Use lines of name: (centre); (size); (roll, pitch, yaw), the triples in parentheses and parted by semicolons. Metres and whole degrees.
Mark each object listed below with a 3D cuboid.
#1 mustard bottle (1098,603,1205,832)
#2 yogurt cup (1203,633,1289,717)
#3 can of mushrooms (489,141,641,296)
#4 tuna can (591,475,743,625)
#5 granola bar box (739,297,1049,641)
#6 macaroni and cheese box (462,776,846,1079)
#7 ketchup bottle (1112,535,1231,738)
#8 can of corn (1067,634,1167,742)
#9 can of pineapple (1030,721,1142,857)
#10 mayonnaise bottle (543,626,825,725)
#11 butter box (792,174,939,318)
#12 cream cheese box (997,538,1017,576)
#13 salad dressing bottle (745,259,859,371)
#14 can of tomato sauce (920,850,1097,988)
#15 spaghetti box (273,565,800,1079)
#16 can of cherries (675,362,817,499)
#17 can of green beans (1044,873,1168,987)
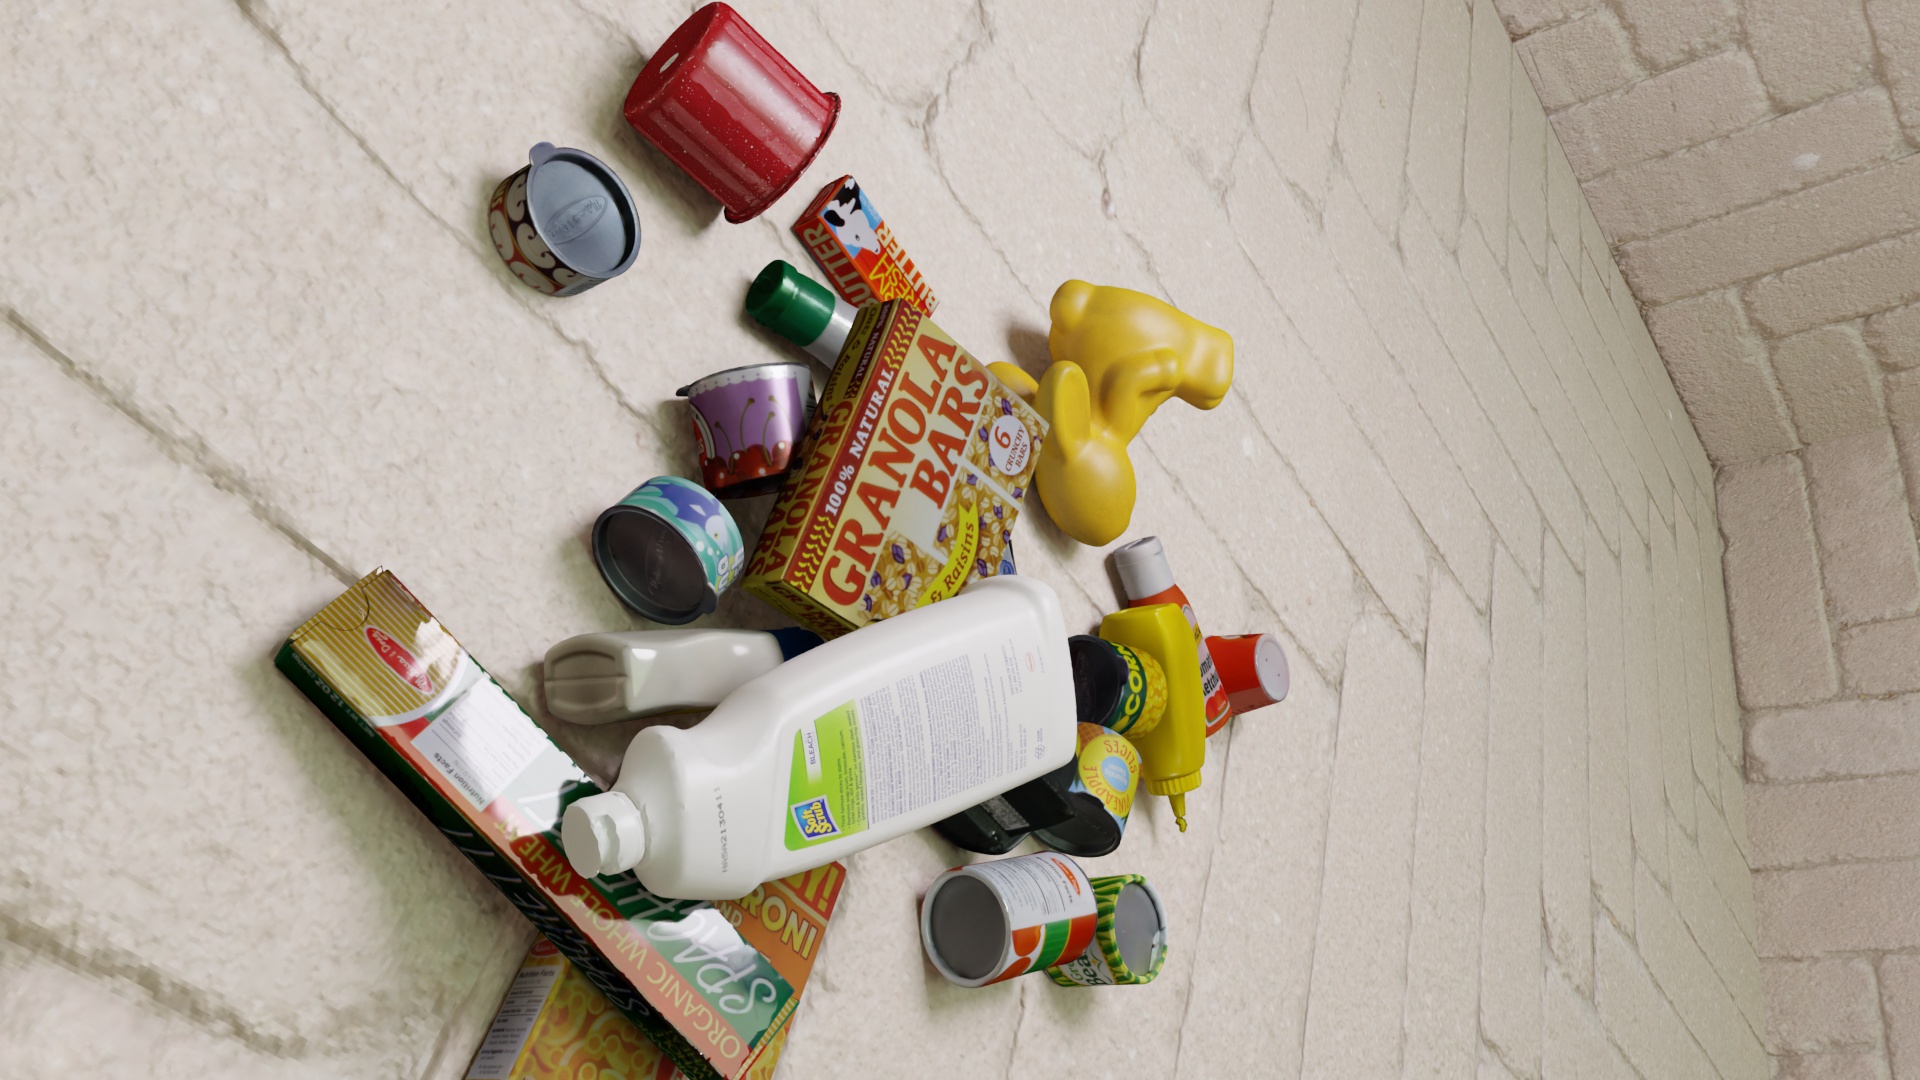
mustard bottle: (0.141, 0.126, 0.976); (0.049, 0.065, 0.160); (-13, 93, -52)
yogurt cup: (0.222, 0.104, 1.092); (0.072, 0.054, 0.072); (21, 61, -46)
can of mushrooms: (-0.193, -0.156, 0.676); (0.071, 0.033, 0.071); (21, 62, -46)
tuna can: (-0.136, 0.006, 0.658); (0.071, 0.071, 0.033); (61, 38, -17)
granola bar box: (-0.028, -0.022, 0.717); (0.124, 0.039, 0.166); (37, 63, -36)
macaroni and cheese box: (-0.129, 0.192, 0.622); (0.123, 0.040, 0.167); (47, 45, -30)
ketchup bottle: (0.153, 0.071, 1.025); (0.065, 0.043, 0.148); (-30, 100, -57)
can of corn: (0.097, 0.098, 0.920); (0.058, 0.071, 0.071); (18, 63, -49)
can of pineapple: (0.078, 0.156, 0.875); (0.071, 0.071, 0.058); (53, 41, -26)
mayonnaise bottle: (-0.122, 0.062, 0.664); (0.148, 0.064, 0.041); (3, 82, -55)
butter box: (-0.056, -0.170, 0.863); (0.103, 0.024, 0.053); (53, 41, -25)
cream cheese box: (0.003, -0.010, 0.820); (0.053, 0.024, 0.104); (77, -13, -45)
salad dressing bottle: (-0.057, -0.112, 0.817); (0.147, 0.064, 0.044); (29, 98, -35)
can of tomato sauce: (0.027, 0.217, 0.793); (0.083, 0.071, 0.071); (7, 72, -50)
spaghetti box: (-0.167, 0.120, 0.561); (0.250, 0.028, 0.050); (49, 46, -9)
can of cherries: (-0.108, -0.056, 0.724); (0.071, 0.071, 0.058); (-6, 83, -53)
can of green beans: (0.088, 0.243, 0.865); (0.071, 0.057, 0.071); (22, 60, -46)
